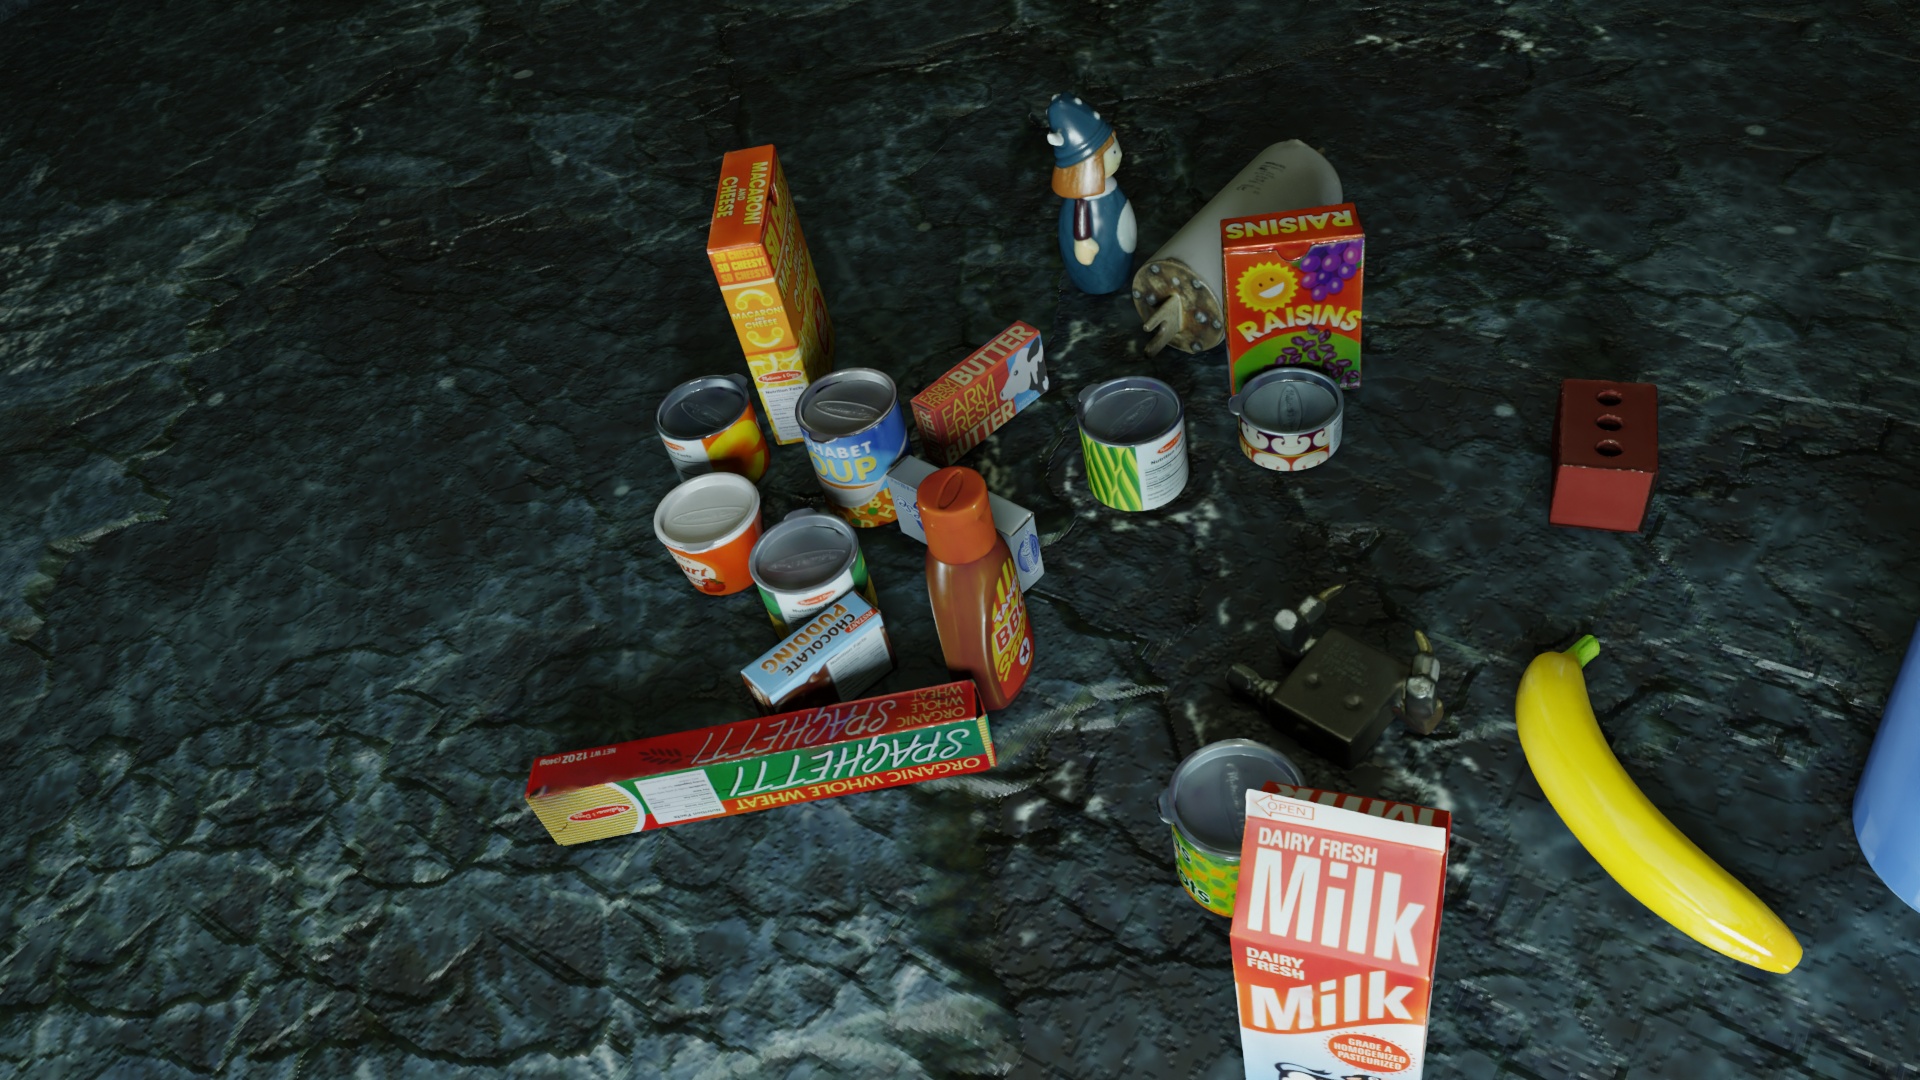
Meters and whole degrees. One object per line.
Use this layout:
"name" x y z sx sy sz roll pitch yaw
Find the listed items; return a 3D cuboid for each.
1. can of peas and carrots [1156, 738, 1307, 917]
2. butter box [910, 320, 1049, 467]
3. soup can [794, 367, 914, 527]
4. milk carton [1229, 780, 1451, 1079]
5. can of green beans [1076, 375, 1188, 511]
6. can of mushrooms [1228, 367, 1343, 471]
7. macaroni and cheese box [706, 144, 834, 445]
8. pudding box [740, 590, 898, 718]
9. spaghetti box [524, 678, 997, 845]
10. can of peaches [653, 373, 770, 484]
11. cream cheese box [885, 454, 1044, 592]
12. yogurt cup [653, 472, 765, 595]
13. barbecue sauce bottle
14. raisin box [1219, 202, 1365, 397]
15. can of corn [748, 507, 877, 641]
"can of peas and carrots" 0.132 0.140 0.671 0.071 0.058 0.071 -7 45 7
"butter box" 0.015 -0.099 0.941 0.104 0.052 0.024 -39 50 -23
"soup can" -0.066 -0.057 0.897 0.071 0.083 0.072 -7 45 7
"milk carton" 0.152 0.160 0.553 0.072 0.189 0.074 7 49 21
"can of green beans" 0.109 -0.061 0.876 0.071 0.057 0.071 -7 45 7
"can of mushrooms" 0.207 -0.077 0.885 0.071 0.033 0.071 -7 45 7
"macaroni and cheese box" -0.127 -0.169 0.964 0.040 0.165 0.124 -8 45 6
"pudding box" -0.080 0.073 0.796 0.084 0.049 0.030 -37 49 -21
"spaghetti box" -0.106 0.121 0.754 0.250 0.050 0.029 -11 45 3
"can of peaches" -0.168 -0.072 0.955 0.071 0.057 0.071 -7 45 7
"cream cheese box" 0.003 -0.011 0.856 0.104 0.053 0.024 26 57 33
"yogurt cup" -0.155 -0.002 0.886 0.072 0.053 0.073 -7 45 7
"barbecue sauce bottle" 0.007 0.025 0.752 0.043 0.147 0.065 7 49 21
"raisin box" 0.213 -0.151 0.893 0.086 0.122 0.040 -5 45 10
"can of corn" -0.088 0.025 0.840 0.071 0.058 0.071 -7 45 7
